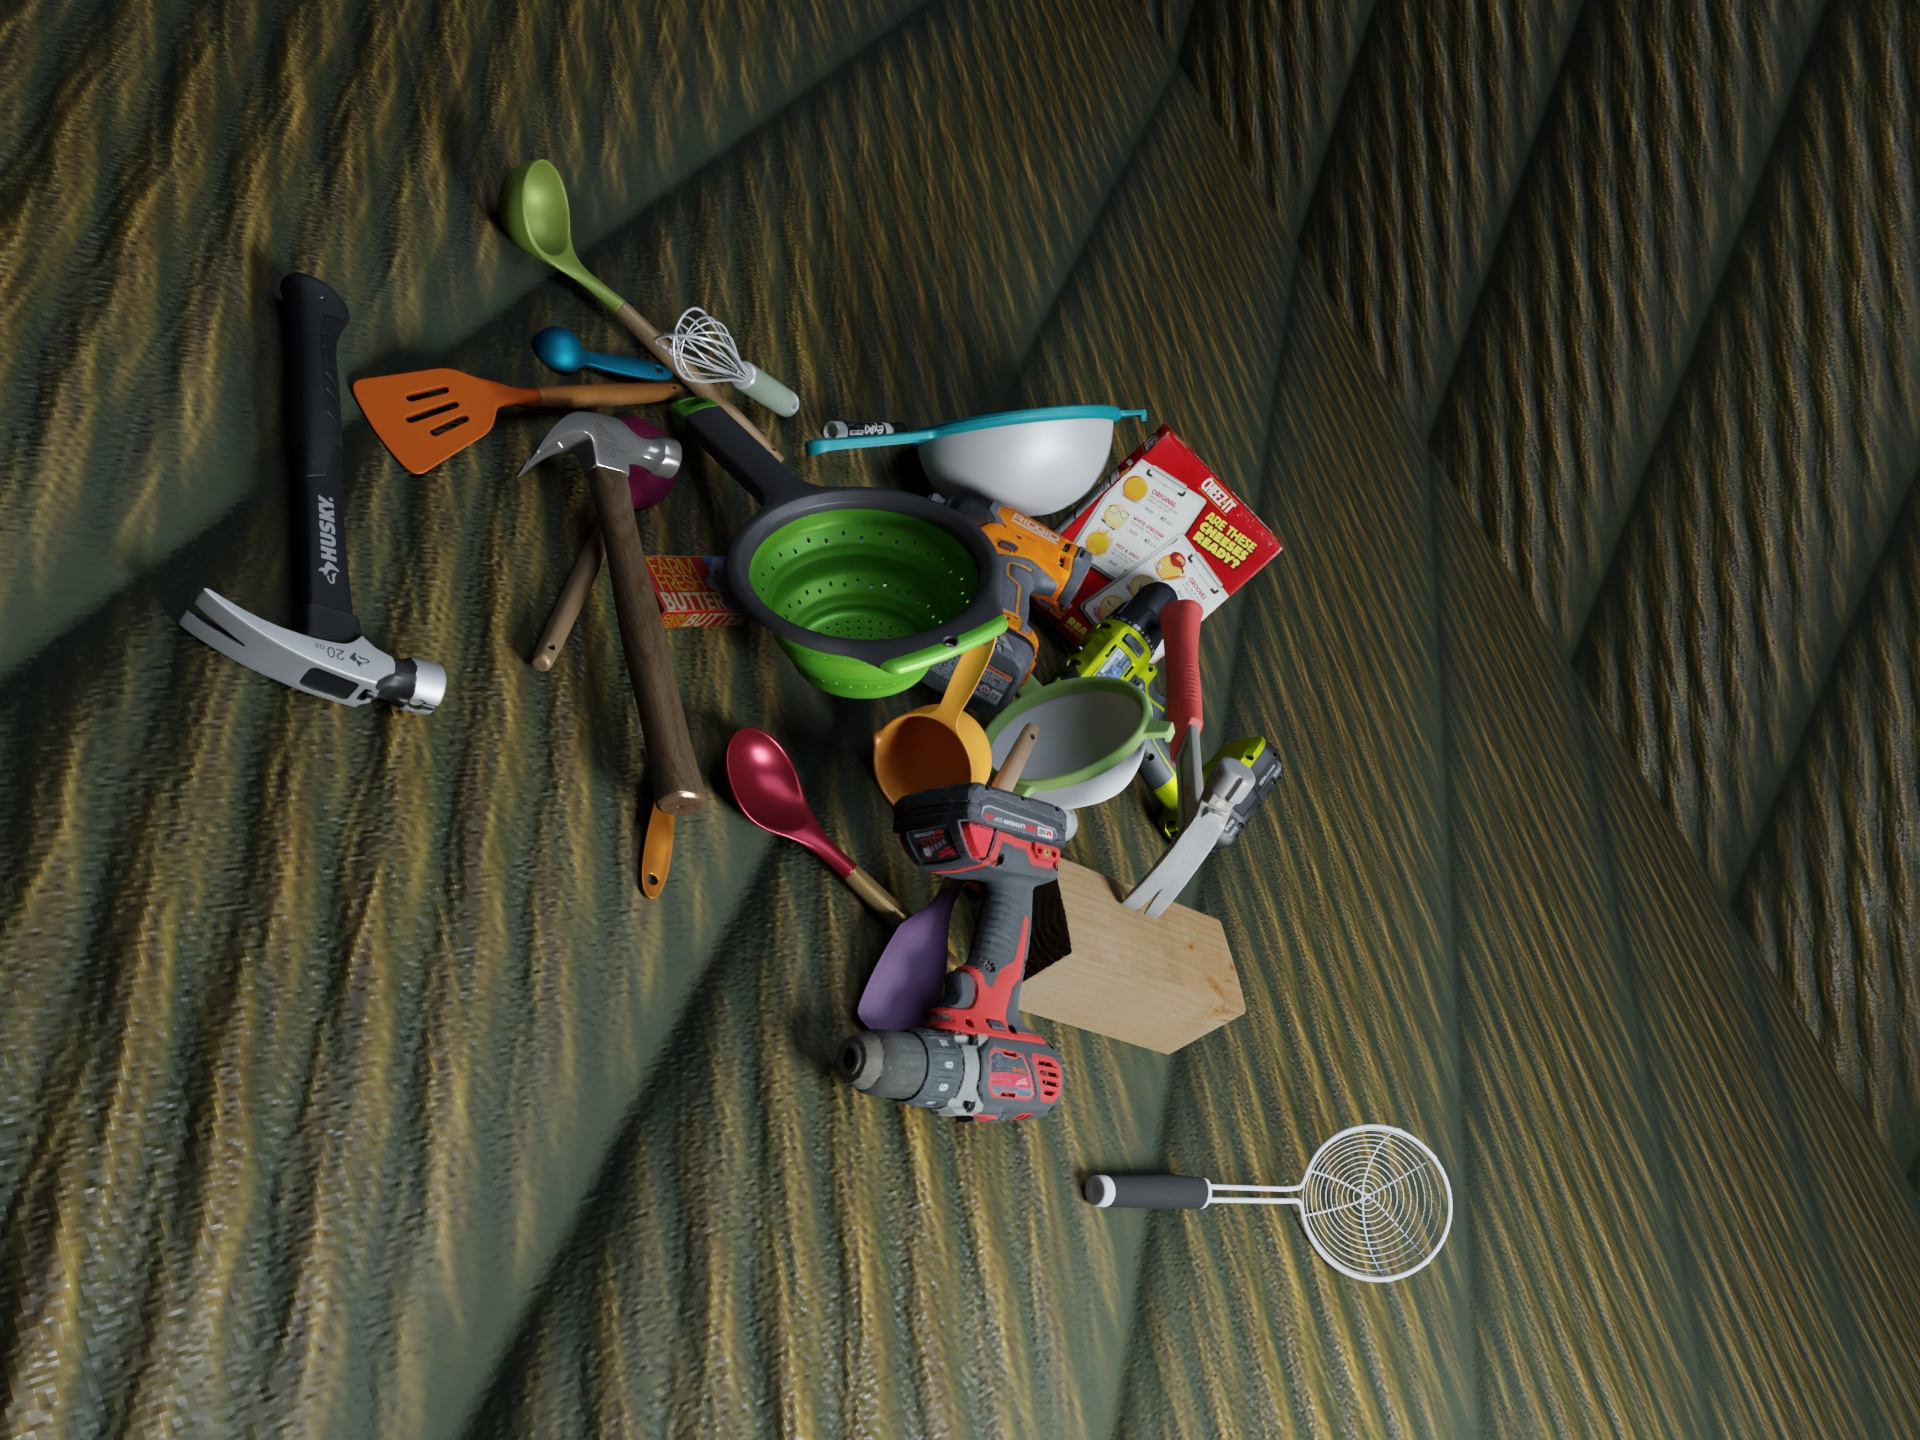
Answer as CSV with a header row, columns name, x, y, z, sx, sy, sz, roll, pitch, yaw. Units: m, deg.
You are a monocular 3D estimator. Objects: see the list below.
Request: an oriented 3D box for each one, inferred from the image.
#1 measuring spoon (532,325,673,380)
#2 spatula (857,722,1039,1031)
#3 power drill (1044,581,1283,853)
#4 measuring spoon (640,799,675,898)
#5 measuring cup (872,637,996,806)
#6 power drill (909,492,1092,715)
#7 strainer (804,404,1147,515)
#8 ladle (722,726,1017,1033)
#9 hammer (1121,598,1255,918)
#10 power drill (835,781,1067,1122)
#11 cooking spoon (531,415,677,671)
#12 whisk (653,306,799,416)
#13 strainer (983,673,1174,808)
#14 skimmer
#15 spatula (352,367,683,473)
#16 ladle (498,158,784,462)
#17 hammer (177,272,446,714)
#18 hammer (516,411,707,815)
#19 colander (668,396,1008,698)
name,x,y,z,sx,sy,sz,roll,pitch,yaw
measuring spoon,-0.285,-0.297,1.291,0.128,0.021,0.042,1,55,-44
spatula,0.002,0.113,1.194,0.059,0.018,0.316,47,46,-21
power drill,0.197,-0.003,1.509,0.228,0.080,0.190,47,64,-11
measuring spoon,-0.201,0.070,1.057,0.021,0.011,0.117,30,41,-31
measuring cup,-0.002,-0.004,1.234,0.095,0.173,0.052,33,24,16
power drill,0.015,-0.118,1.415,0.164,0.084,0.227,29,40,0
strainer,0.006,-0.236,1.519,0.340,0.211,0.095,-11,96,-34
ladle,-0.062,0.126,1.159,0.315,0.031,0.069,46,42,-13
hammer,0.184,0.006,1.337,0.036,0.149,0.359,25,31,-10
power drill,-0.004,0.161,1.103,0.187,0.080,0.227,18,67,-43
cooking spoon,-0.263,-0.138,1.174,0.068,0.017,0.319,35,35,-21
whisk,-0.188,-0.293,1.342,0.246,0.059,0.058,9,86,-75
strainer,0.079,0.010,1.377,0.257,0.151,0.069,-126,-168,-60
skimmer,0.250,0.376,1.245,0.363,0.090,0.127,16,78,-40
spatula,-0.314,-0.241,1.211,0.081,0.041,0.322,54,28,5
ladle,-0.260,-0.336,1.342,0.320,0.062,0.078,44,34,-18
hammer,-0.408,-0.158,0.996,0.146,0.035,0.335,18,45,-43
hammer,-0.228,-0.083,1.109,0.130,0.031,0.332,10,51,-41
colander,-0.121,-0.130,1.247,0.204,0.094,0.397,-23,49,-28
